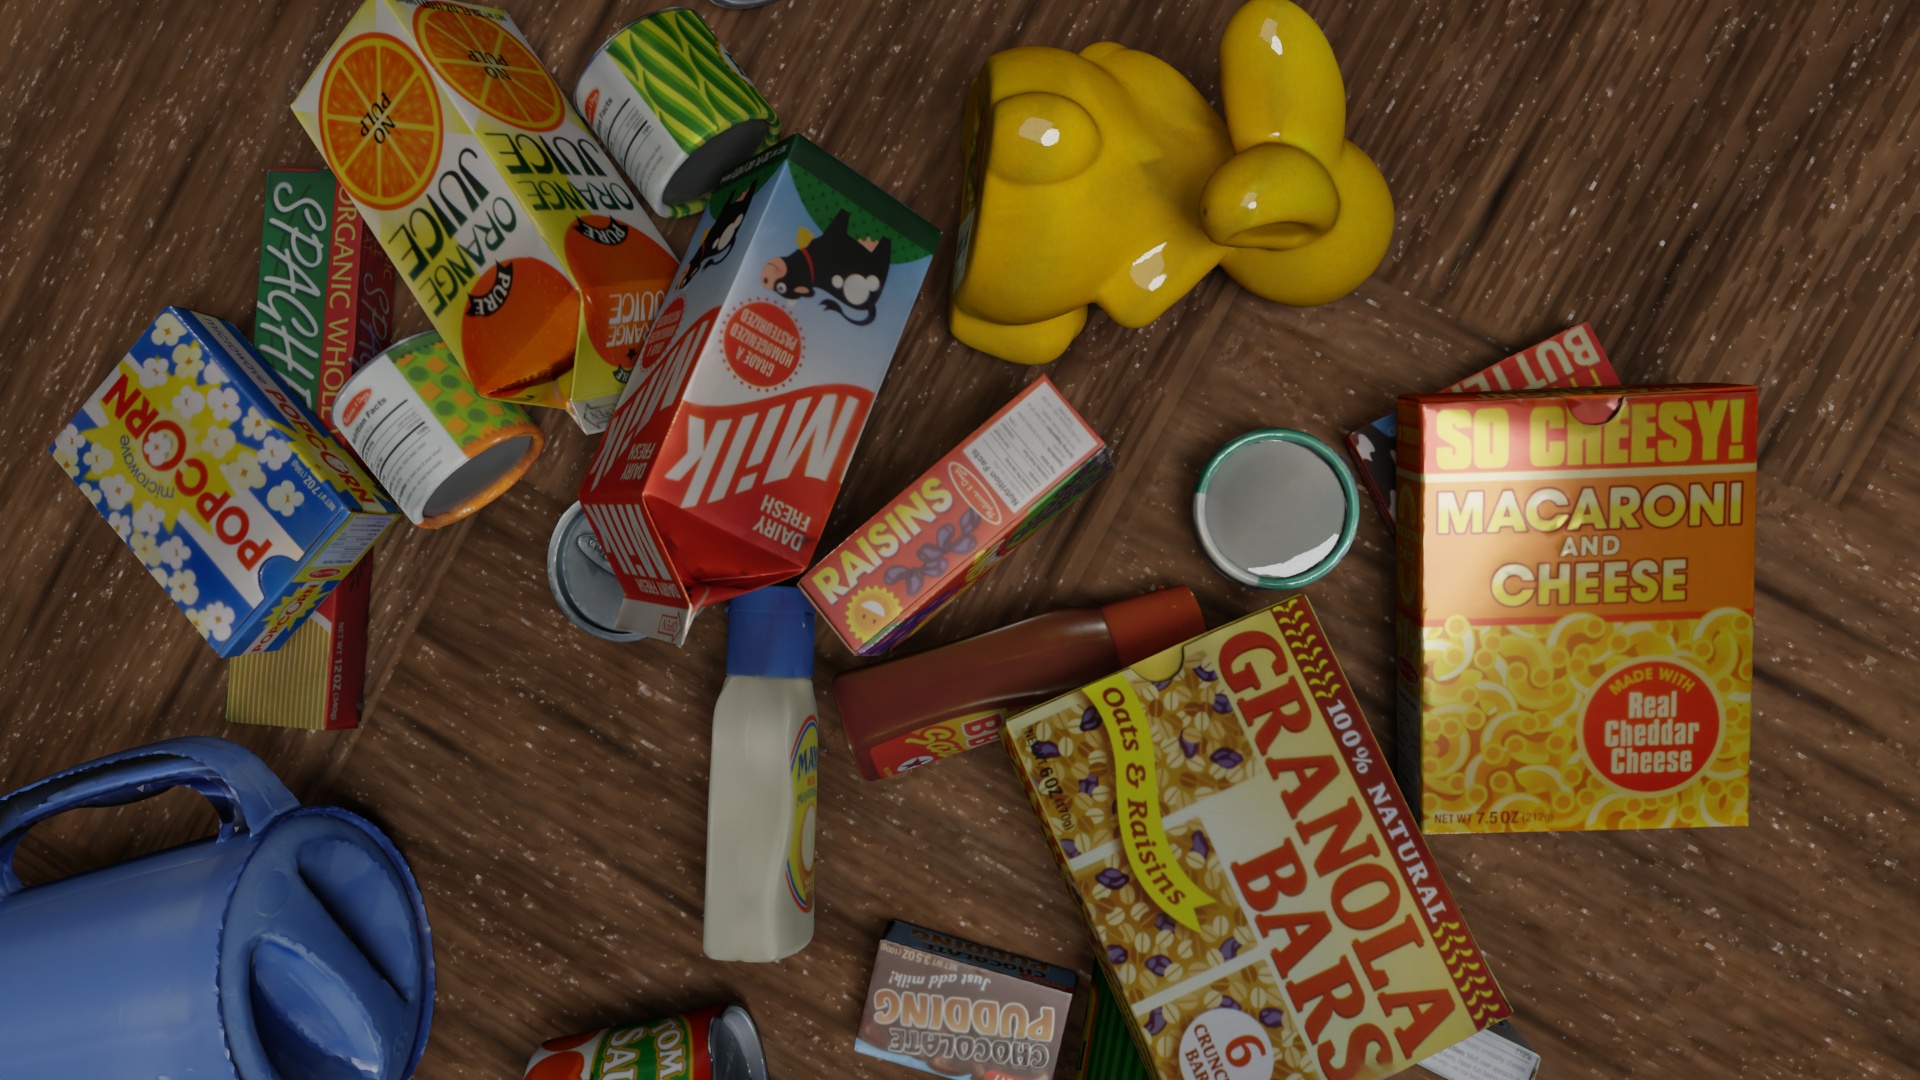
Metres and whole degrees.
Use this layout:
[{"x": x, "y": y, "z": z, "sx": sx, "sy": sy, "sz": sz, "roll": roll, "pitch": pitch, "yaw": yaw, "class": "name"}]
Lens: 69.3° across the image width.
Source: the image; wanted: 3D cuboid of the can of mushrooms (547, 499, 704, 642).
[{"x": -0.138, "y": 0.008, "z": 0.596, "sx": 0.071, "sy": 0.033, "sz": 0.071, "roll": 0, "pitch": 88, "yaw": 8, "class": "can of mushrooms"}]

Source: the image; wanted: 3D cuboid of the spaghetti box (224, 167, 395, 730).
[{"x": -0.288, "y": -0.042, "z": 0.618, "sx": 0.050, "sy": 0.028, "sz": 0.250, "roll": 3, "pitch": 88, "yaw": 8, "class": "spaghetti box"}]

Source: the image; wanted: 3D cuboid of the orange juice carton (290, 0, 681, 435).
[{"x": -0.183, "y": -0.127, "z": 0.577, "sx": 0.072, "sy": 0.072, "sz": 0.193, "roll": -38, "pitch": 84, "yaw": 28, "class": "orange juice carton"}]

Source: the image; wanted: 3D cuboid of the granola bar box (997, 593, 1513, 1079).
[{"x": 0.103, "y": 0.118, "z": 0.505, "sx": 0.124, "sy": 0.039, "sz": 0.166, "roll": -22, "pitch": 78, "yaw": -8, "class": "granola bar box"}]

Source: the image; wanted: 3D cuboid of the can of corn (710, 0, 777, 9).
[{"x": -0.089, "y": -0.269, "z": 0.581, "sx": 0.071, "sy": 0.071, "sz": 0.058, "roll": -27, "pitch": 85, "yaw": 6, "class": "can of corn"}]

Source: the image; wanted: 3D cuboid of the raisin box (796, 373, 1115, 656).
[{"x": 0.002, "y": -0.007, "z": 0.552, "sx": 0.123, "sy": 0.086, "sz": 0.040, "roll": -40, "pitch": 84, "yaw": 4, "class": "raisin box"}]

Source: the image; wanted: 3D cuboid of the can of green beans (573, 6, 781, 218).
[{"x": -0.118, "y": -0.178, "z": 0.584, "sx": 0.071, "sy": 0.071, "sz": 0.058, "roll": -38, "pitch": 85, "yaw": 5, "class": "can of green beans"}]

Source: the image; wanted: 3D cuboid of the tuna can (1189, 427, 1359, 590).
[{"x": 0.129, "y": -0.014, "z": 0.564, "sx": 0.071, "sy": 0.033, "sz": 0.071, "roll": 0, "pitch": 88, "yaw": 7, "class": "tuna can"}]

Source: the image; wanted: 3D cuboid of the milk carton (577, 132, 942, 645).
[{"x": -0.085, "y": -0.051, "z": 0.539, "sx": 0.073, "sy": 0.072, "sz": 0.191, "roll": 28, "pitch": 76, "yaw": -30, "class": "milk carton"}]

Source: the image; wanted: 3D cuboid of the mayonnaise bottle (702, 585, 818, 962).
[{"x": -0.080, "y": 0.093, "z": 0.573, "sx": 0.041, "sy": 0.065, "sz": 0.148, "roll": 1, "pitch": 85, "yaw": 9, "class": "mayonnaise bottle"}]

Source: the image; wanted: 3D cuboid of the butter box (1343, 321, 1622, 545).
[{"x": 0.213, "y": -0.042, "z": 0.559, "sx": 0.103, "sy": 0.024, "sz": 0.053, "roll": -27, "pitch": 86, "yaw": 6, "class": "butter box"}]

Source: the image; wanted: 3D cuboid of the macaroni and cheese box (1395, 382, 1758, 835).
[{"x": 0.233, "y": 0.026, "z": 0.530, "sx": 0.124, "sy": 0.040, "sz": 0.166, "roll": -2, "pitch": 98, "yaw": 2, "class": "macaroni and cheese box"}]

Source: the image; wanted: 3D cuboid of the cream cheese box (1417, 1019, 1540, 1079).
[{"x": 0.167, "y": 0.181, "z": 0.542, "sx": 0.104, "sy": 0.053, "sz": 0.024, "roll": 25, "pitch": 90, "yaw": 7, "class": "cream cheese box"}]

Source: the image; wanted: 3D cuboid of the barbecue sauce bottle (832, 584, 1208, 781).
[{"x": 0.026, "y": 0.055, "z": 0.562, "sx": 0.149, "sy": 0.064, "sz": 0.044, "roll": -17, "pitch": 69, "yaw": -3, "class": "barbecue sauce bottle"}]

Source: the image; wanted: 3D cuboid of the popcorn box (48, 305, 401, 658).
[{"x": -0.311, "y": -0.025, "z": 0.585, "sx": 0.127, "sy": 0.038, "sz": 0.085, "roll": 45, "pitch": 96, "yaw": 11, "class": "popcorn box"}]

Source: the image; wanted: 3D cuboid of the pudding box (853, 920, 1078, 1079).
[{"x": 0.002, "y": 0.195, "z": 0.573, "sx": 0.084, "sy": 0.030, "sz": 0.049, "roll": 14, "pitch": 91, "yaw": 7, "class": "pudding box"}]

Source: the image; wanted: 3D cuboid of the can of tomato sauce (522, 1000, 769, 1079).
[{"x": -0.128, "y": 0.230, "z": 0.568, "sx": 0.083, "sy": 0.071, "sz": 0.071, "roll": -13, "pitch": 87, "yaw": 7, "class": "can of tomato sauce"}]

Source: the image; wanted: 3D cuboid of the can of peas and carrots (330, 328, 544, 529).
[{"x": -0.220, "y": -0.048, "z": 0.593, "sx": 0.071, "sy": 0.071, "sz": 0.059, "roll": -40, "pitch": 85, "yaw": 4, "class": "can of peas and carrots"}]

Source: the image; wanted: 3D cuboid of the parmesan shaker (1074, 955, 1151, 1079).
[{"x": 0.078, "y": 0.217, "z": 0.548, "sx": 0.071, "sy": 0.071, "sz": 0.103, "roll": 10, "pitch": 88, "yaw": 7, "class": "parmesan shaker"}]
